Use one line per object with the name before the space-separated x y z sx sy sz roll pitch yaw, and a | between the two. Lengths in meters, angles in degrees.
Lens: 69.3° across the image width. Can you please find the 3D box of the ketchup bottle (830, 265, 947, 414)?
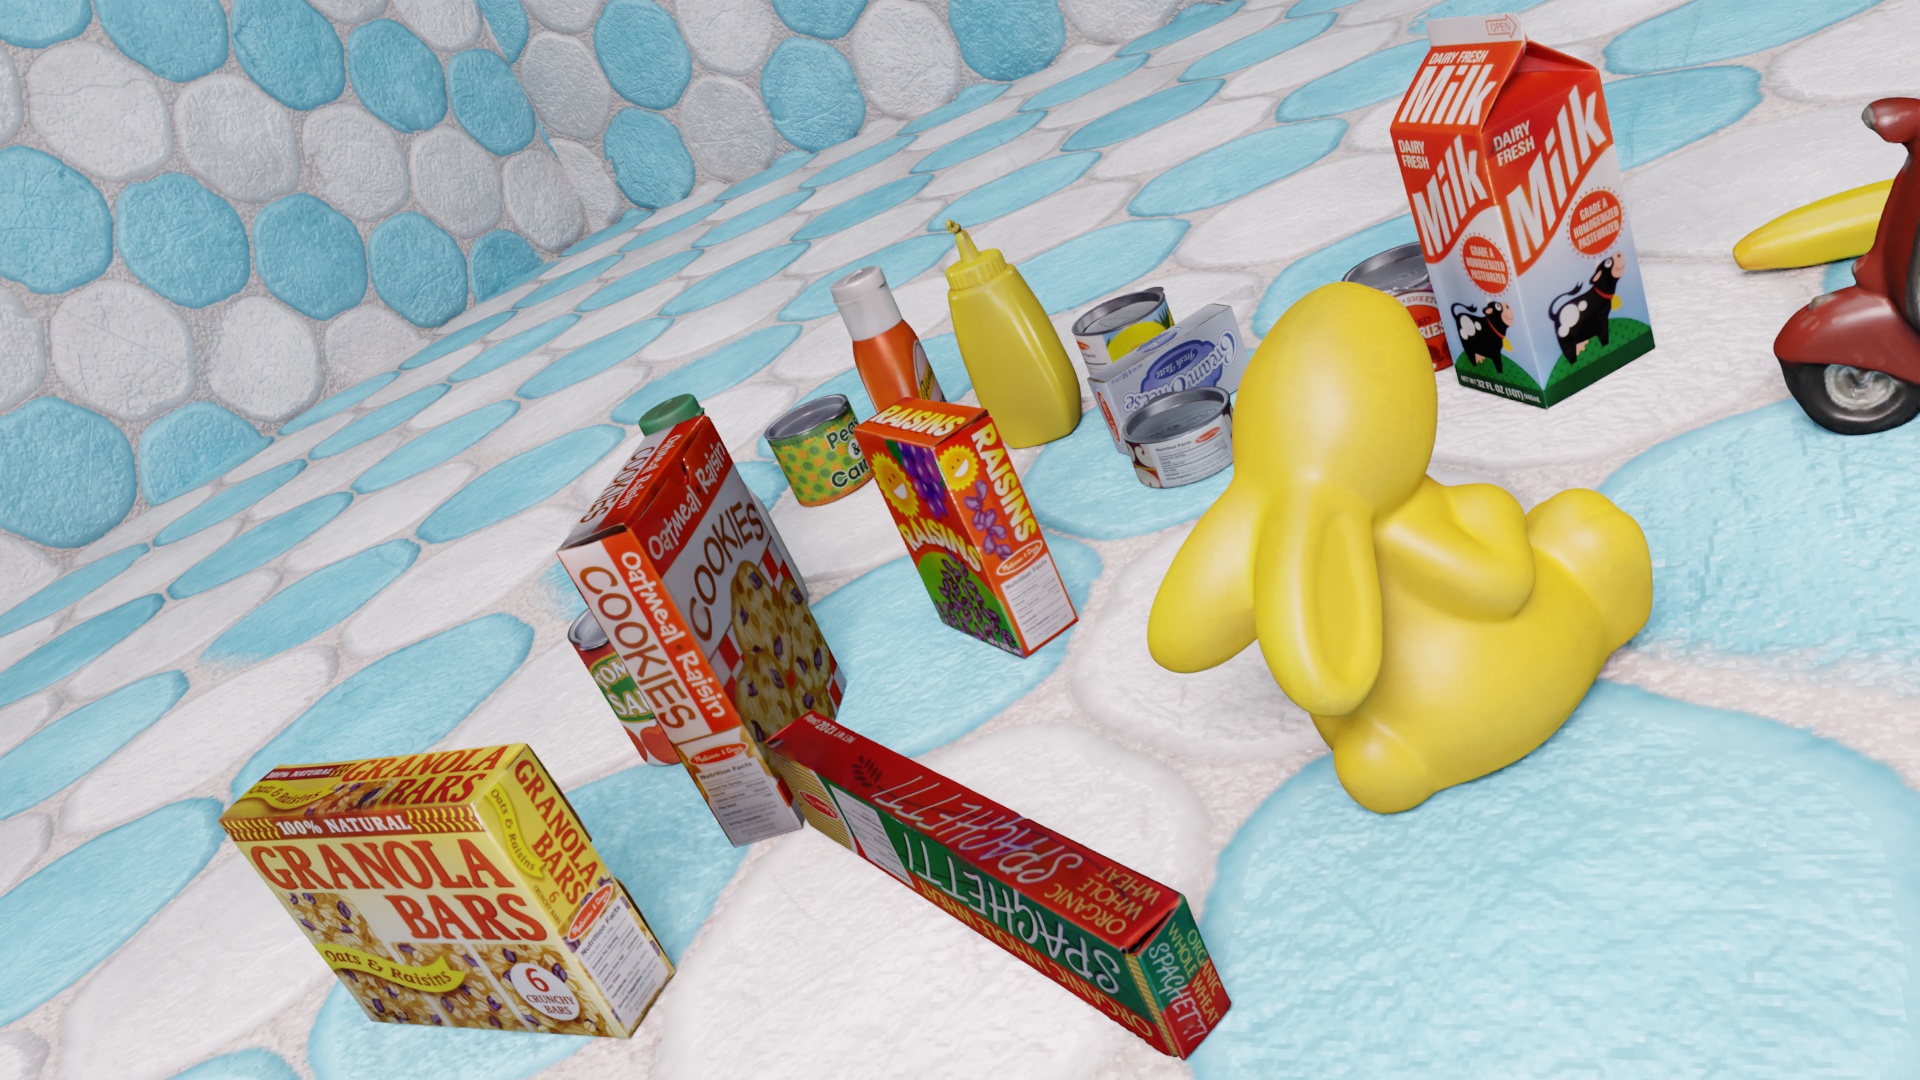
ketchup bottle | -0.041 -0.108 0.926 0.043 0.148 0.065 -16 24 20

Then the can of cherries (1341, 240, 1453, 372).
can of cherries | 0.260 -0.132 0.800 0.071 0.058 0.072 -20 23 9

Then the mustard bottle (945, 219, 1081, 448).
mustard bottle | 0.028 -0.139 0.911 0.065 0.159 0.049 -13 26 27

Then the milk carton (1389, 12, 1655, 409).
milk carton | 0.278 -0.170 0.696 0.073 0.190 0.072 -29 23 -9

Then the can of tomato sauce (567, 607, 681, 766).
can of tomato sauce | -0.161 0.070 0.745 0.071 0.082 0.071 -21 23 9

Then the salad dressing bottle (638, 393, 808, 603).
salad dressing bottle | -0.141 -0.015 0.825 0.044 0.147 0.064 -18 24 14

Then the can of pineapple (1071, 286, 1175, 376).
can of pineapple | 0.117 -0.129 0.933 0.071 0.057 0.071 -20 23 9

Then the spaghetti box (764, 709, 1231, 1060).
spaghetti box | 0.000 0.119 0.526 0.029 0.050 0.250 -36 26 -25

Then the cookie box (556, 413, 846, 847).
cookie box | -0.113 0.039 0.657 0.040 0.167 0.123 -18 24 15

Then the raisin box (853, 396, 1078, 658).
raisin box | 0.003 -0.009 0.704 0.040 0.123 0.086 -34 25 -21

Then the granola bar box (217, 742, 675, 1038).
granola bar box | -0.215 0.147 0.580 0.165 0.123 0.039 -9 27 31

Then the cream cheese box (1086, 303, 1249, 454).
cream cheese box | 0.132 -0.100 0.863 0.104 0.053 0.024 -33 24 -19

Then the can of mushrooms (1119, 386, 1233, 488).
can of mushrooms | 0.129 -0.061 0.807 0.071 0.033 0.071 -20 23 9

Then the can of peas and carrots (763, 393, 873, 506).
can of peas and carrots | -0.098 -0.066 1.004 0.071 0.058 0.071 -20 23 9
